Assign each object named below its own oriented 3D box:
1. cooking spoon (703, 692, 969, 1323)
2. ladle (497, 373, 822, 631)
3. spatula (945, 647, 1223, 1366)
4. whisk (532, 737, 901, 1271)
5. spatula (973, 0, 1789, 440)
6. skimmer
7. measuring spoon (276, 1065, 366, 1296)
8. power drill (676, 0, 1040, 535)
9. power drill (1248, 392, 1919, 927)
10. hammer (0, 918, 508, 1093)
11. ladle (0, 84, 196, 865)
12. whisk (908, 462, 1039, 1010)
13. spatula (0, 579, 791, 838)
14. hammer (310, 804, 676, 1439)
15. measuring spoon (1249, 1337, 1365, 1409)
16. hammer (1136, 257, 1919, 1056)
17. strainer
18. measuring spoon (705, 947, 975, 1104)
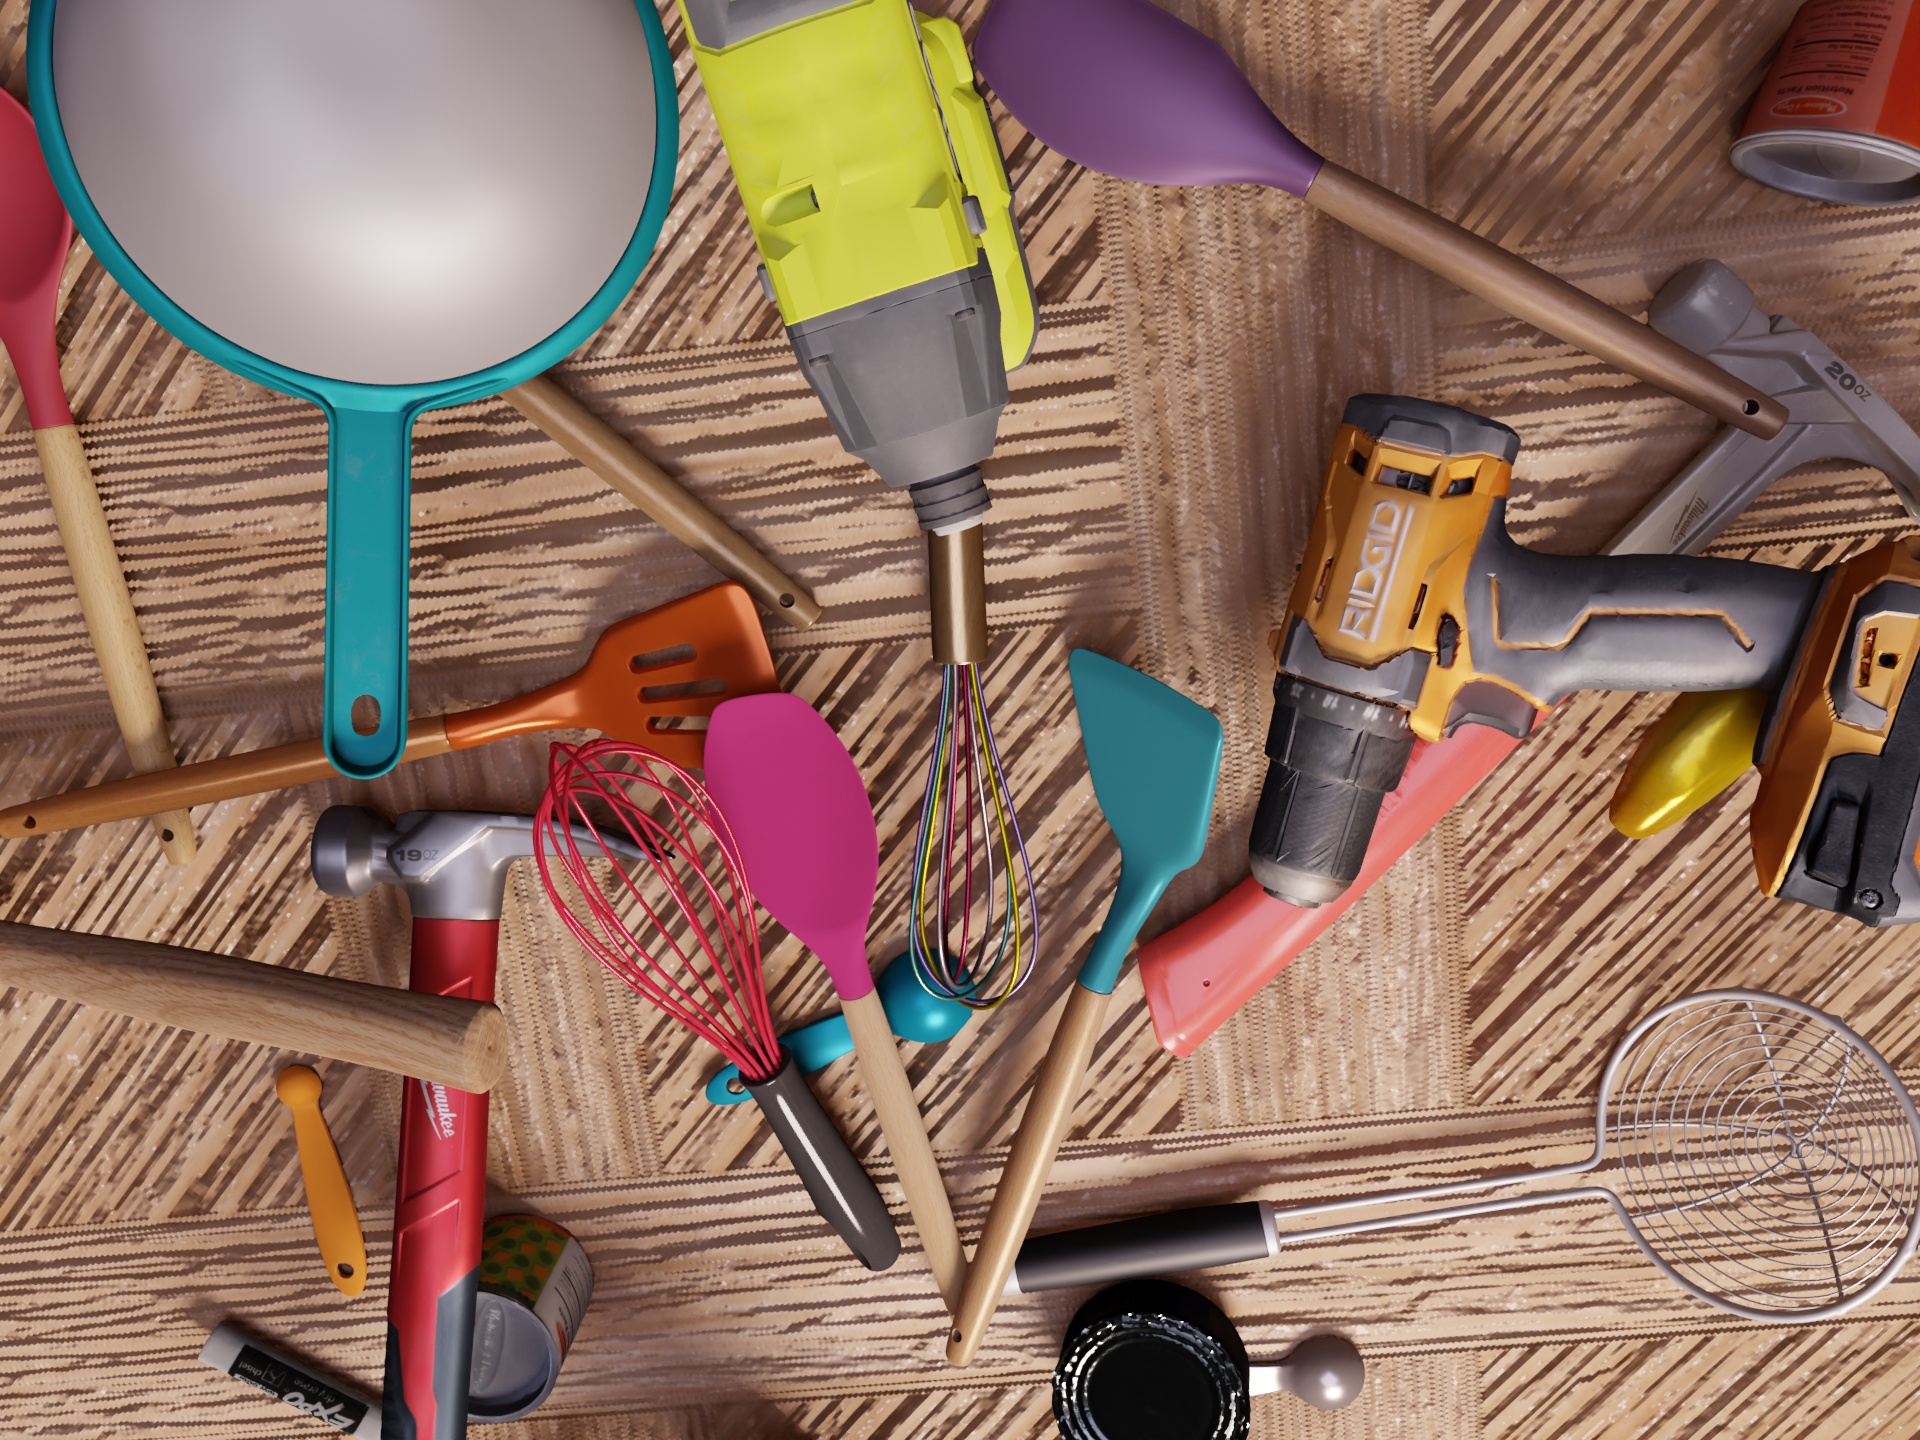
[{"bbox_3d":[-0.036,0.132,0.654,0.069,0.017,0.318,-7,113,21],"label":"cooking spoon"},{"bbox_3d":[-0.179,-0.136,0.589,0.320,0.062,0.078,39,93,-11],"label":"ladle"},{"bbox_3d":[0.038,0.130,0.648,0.044,0.082,0.317,4,109,-44],"label":"spatula"},{"bbox_3d":[-0.086,0.123,0.630,0.073,0.073,0.295,-20,121,8],"label":"whisk"},{"bbox_3d":[0.147,-0.178,0.564,0.316,0.018,0.059,29,106,4],"label":"spatula"},{"bbox_3d":[0.186,0.197,0.647,0.363,0.090,0.127,-12,72,8],"label":"skimmer"},{"bbox_3d":[-0.286,0.209,0.711,0.021,0.011,0.117,-6,105,4],"label":"measuring spoon"},{"bbox_3d":[-0.023,-0.153,0.488,0.080,0.223,0.171,-16,104,7],"label":"power drill"},{"bbox_3d":[0.215,0.001,0.543,0.226,0.084,0.185,19,99,22],"label":"power drill"},{"bbox_3d":[-0.331,0.098,0.625,0.331,0.031,0.130,7,116,15],"label":"hammer"},{"bbox_3d":[-0.347,-0.089,0.624,0.069,0.031,0.315,-6,107,7],"label":"ladle"},{"bbox_3d":[-0.003,-0.002,0.625,0.051,0.047,0.245,-6,101,-20],"label":"whisk"},{"bbox_3d":[-0.229,0.011,0.632,0.322,0.041,0.081,-12,105,1],"label":"spatula"},{"bbox_3d":[-0.197,0.230,0.641,0.143,0.038,0.386,3,87,2],"label":"hammer"},{"bbox_3d":[0.121,0.303,0.716,0.124,0.018,0.034,-10,105,6],"label":"measuring spoon"},{"bbox_3d":[0.208,0.006,0.621,0.149,0.037,0.359,41,103,-8],"label":"hammer"},{"bbox_3d":[-0.195,-0.146,0.517,0.211,0.095,0.340,1,95,-17],"label":"strainer"},{"bbox_3d":[-0.053,0.138,0.675,0.128,0.021,0.042,-26,103,7],"label":"measuring spoon"}]
